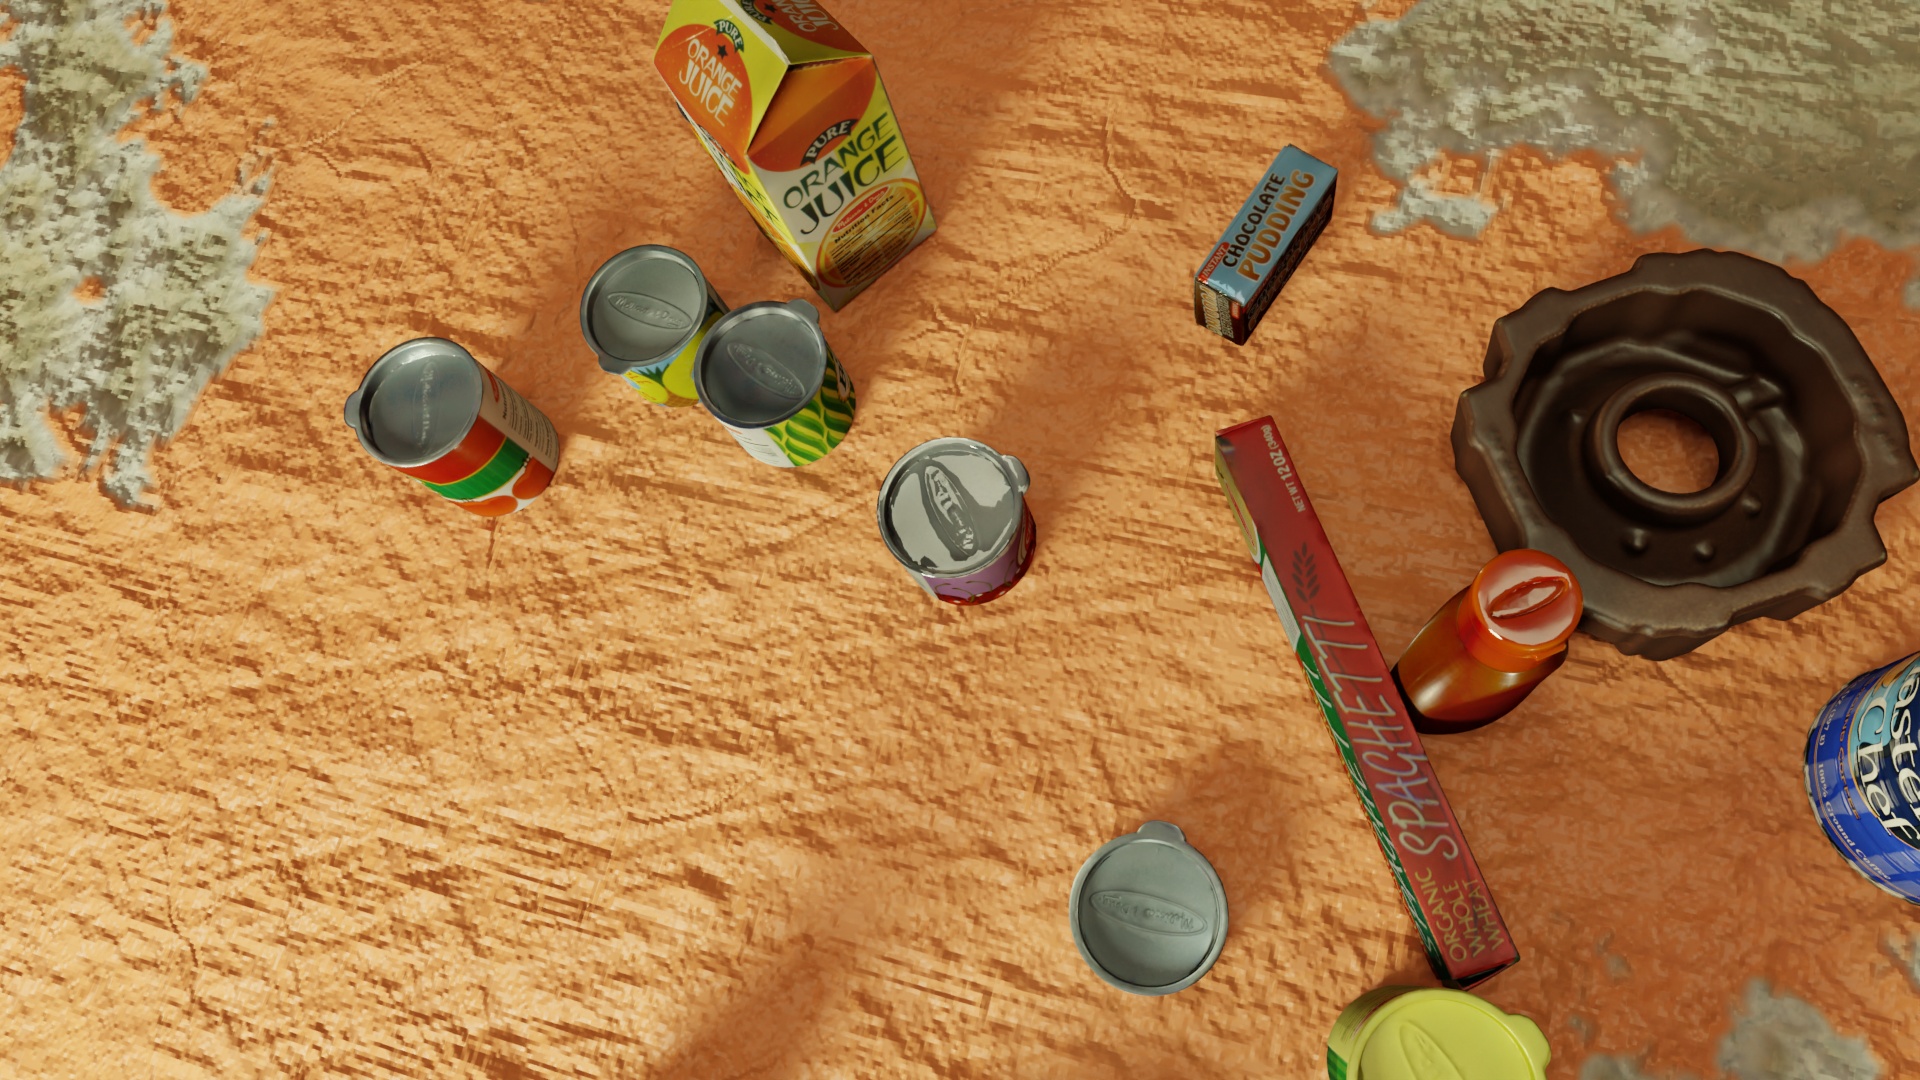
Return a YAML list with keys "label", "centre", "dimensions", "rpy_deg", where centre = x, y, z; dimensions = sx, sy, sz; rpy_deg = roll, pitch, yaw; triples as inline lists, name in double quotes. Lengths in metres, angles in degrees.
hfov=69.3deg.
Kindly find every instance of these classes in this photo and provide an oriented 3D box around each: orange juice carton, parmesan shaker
- label: "orange juice carton"
  centre: [-0.076, -0.192, 0.645]
  dimensions: [0.073, 0.192, 0.072]
  rpy_deg: [-41, 70, -3]
- label: "parmesan shaker"
  centre: [0.178, 0.201, 0.522]
  dimensions: [0.071, 0.103, 0.071]
  rpy_deg: [-3, 73, 10]

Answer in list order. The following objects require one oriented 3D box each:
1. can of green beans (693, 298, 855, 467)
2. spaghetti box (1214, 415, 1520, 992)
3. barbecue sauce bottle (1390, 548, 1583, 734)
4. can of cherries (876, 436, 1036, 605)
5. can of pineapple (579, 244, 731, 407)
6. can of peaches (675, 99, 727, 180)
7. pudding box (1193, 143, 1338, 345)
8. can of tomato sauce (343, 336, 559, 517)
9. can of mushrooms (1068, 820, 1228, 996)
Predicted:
- label: "can of green beans"
  centre: [-0.090, -0.075, 0.683]
  dimensions: [0.071, 0.057, 0.071]
  rpy_deg: [-3, 73, 10]
- label: "spaghetti box"
  centre: [0.168, 0.065, 0.595]
  dimensions: [0.029, 0.050, 0.251]
  rpy_deg: [-21, 70, 4]
- label: "barbecue sauce bottle"
  centre: [0.207, 0.041, 0.543]
  dimensions: [0.065, 0.148, 0.044]
  rpy_deg: [-24, 70, 3]
- label: "can of cherries"
  centre: [0.002, -0.008, 0.644]
  dimensions: [0.071, 0.058, 0.071]
  rpy_deg: [-3, 73, 10]
- label: "can of pineapple"
  centre: [-0.151, -0.106, 0.704]
  dimensions: [0.071, 0.057, 0.071]
  rpy_deg: [-3, 73, 10]
- label: "can of peaches"
  centre: [-0.109, -0.225, 0.733]
  dimensions: [0.071, 0.058, 0.071]
  rpy_deg: [-3, 73, 10]
- label: "pudding box"
  centre: [0.145, -0.141, 0.664]
  dimensions: [0.030, 0.049, 0.084]
  rpy_deg: [33, 81, 18]
- label: "can of tomato sauce"
  centre: [-0.250, -0.053, 0.692]
  dimensions: [0.071, 0.083, 0.071]
  rpy_deg: [-3, 73, 10]
- label: "can of mushrooms"
  centre: [0.081, 0.156, 0.591]
  dimensions: [0.071, 0.033, 0.071]
  rpy_deg: [-3, 72, 10]
